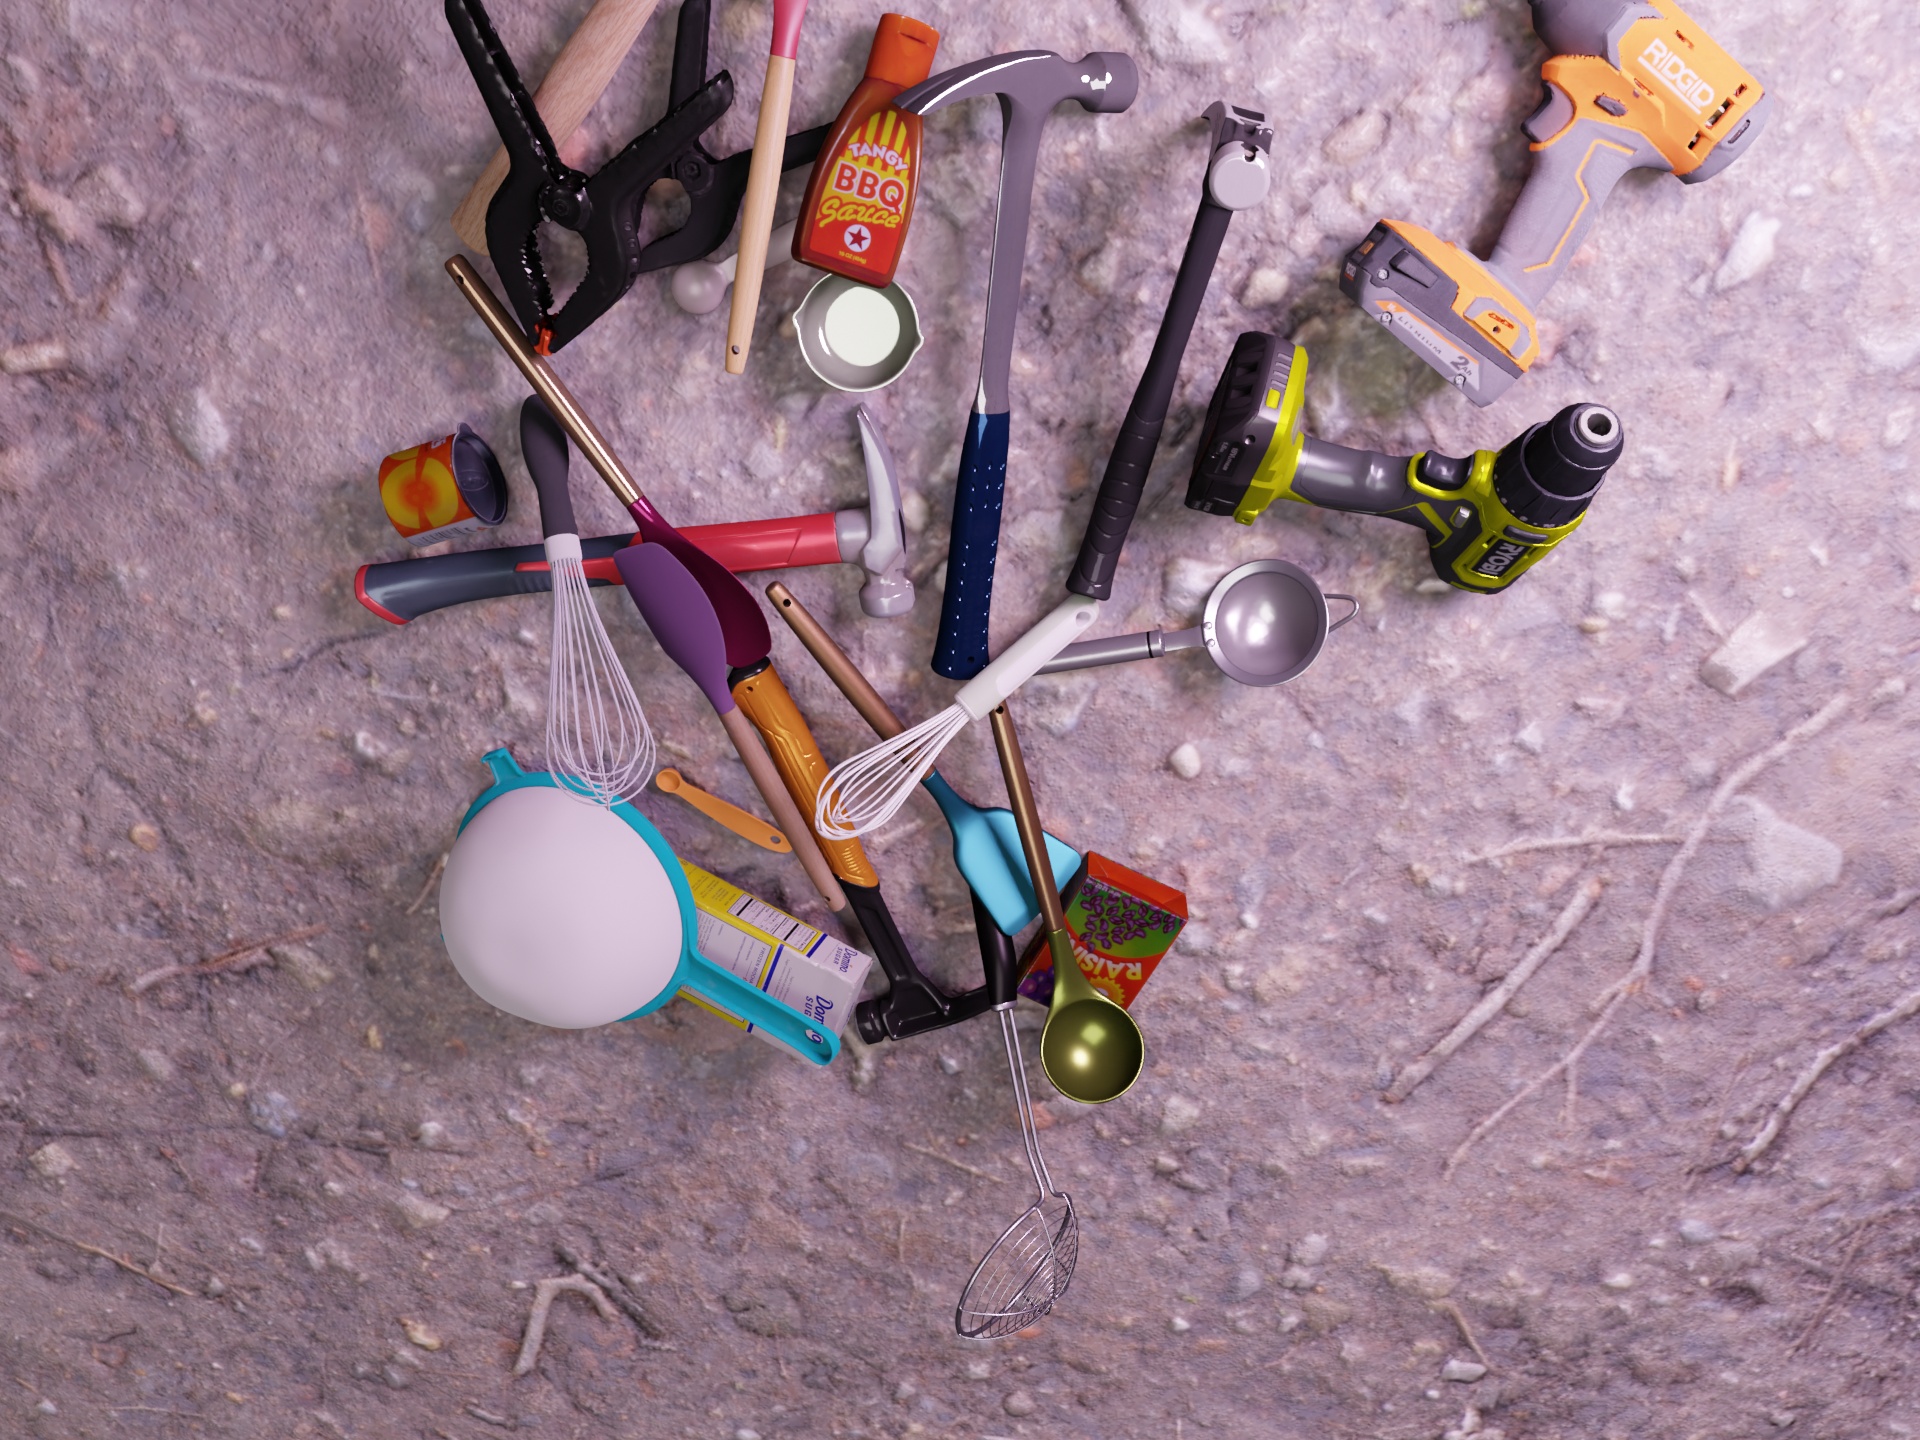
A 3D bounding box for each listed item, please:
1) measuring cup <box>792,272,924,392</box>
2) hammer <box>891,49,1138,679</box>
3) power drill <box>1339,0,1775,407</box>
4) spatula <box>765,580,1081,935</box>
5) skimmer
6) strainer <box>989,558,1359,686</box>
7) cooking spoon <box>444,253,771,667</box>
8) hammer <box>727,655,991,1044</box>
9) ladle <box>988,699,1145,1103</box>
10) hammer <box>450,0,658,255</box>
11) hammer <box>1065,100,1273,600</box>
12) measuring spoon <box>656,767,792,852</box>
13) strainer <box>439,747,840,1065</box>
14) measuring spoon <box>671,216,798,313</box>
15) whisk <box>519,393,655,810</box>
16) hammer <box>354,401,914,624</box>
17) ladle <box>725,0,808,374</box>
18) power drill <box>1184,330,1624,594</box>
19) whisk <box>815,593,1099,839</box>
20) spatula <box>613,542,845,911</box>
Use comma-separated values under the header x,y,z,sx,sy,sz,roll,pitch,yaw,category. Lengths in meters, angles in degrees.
x,y,z,sx,sy,sz,roll,pitch,yaw,category
-0.055,-0.290,0.992,0.083,0.038,0.167,10,103,-1,measuring cup
0.014,-0.206,1.001,0.144,0.035,0.405,-10,125,-25,hammer
0.326,-0.315,0.917,0.164,0.084,0.226,36,110,-12,power drill
-0.032,0.021,1.120,0.082,0.044,0.317,-45,118,-12,spatula
0.020,0.276,1.189,0.090,0.127,0.363,-13,85,36,skimmer
0.142,-0.055,1.088,0.258,0.050,0.087,-8,81,16,strainer
-0.228,-0.164,1.036,0.069,0.017,0.318,-24,111,34,cooking spoon
-0.080,0.097,1.188,0.127,0.034,0.336,-19,114,15,hammer
0.065,0.129,1.140,0.078,0.062,0.320,-18,107,-9,ladle
-0.205,-0.406,0.926,0.331,0.031,0.130,-43,83,28,hammer
0.122,-0.213,0.978,0.035,0.146,0.334,15,129,-2,hammer
-0.176,0.067,1.197,0.117,0.011,0.021,31,119,-15,measuring spoon
-0.252,0.180,1.162,0.340,0.095,0.211,27,118,11,strainer
-0.128,-0.291,1.001,0.124,0.018,0.034,-22,113,15,measuring spoon
-0.253,-0.080,1.034,0.070,0.070,0.285,-15,79,12,whisk
-0.231,-0.125,1.086,0.386,0.038,0.143,-5,115,8,hammer
-0.109,-0.360,0.928,0.069,0.031,0.315,12,108,-1,ladle
0.264,-0.156,0.955,0.228,0.190,0.080,15,74,2,power drill
-0.002,-0.003,1.079,0.246,0.059,0.057,-40,129,-3,whisk
-0.150,0.012,1.112,0.060,0.018,0.315,-8,122,30,spatula
